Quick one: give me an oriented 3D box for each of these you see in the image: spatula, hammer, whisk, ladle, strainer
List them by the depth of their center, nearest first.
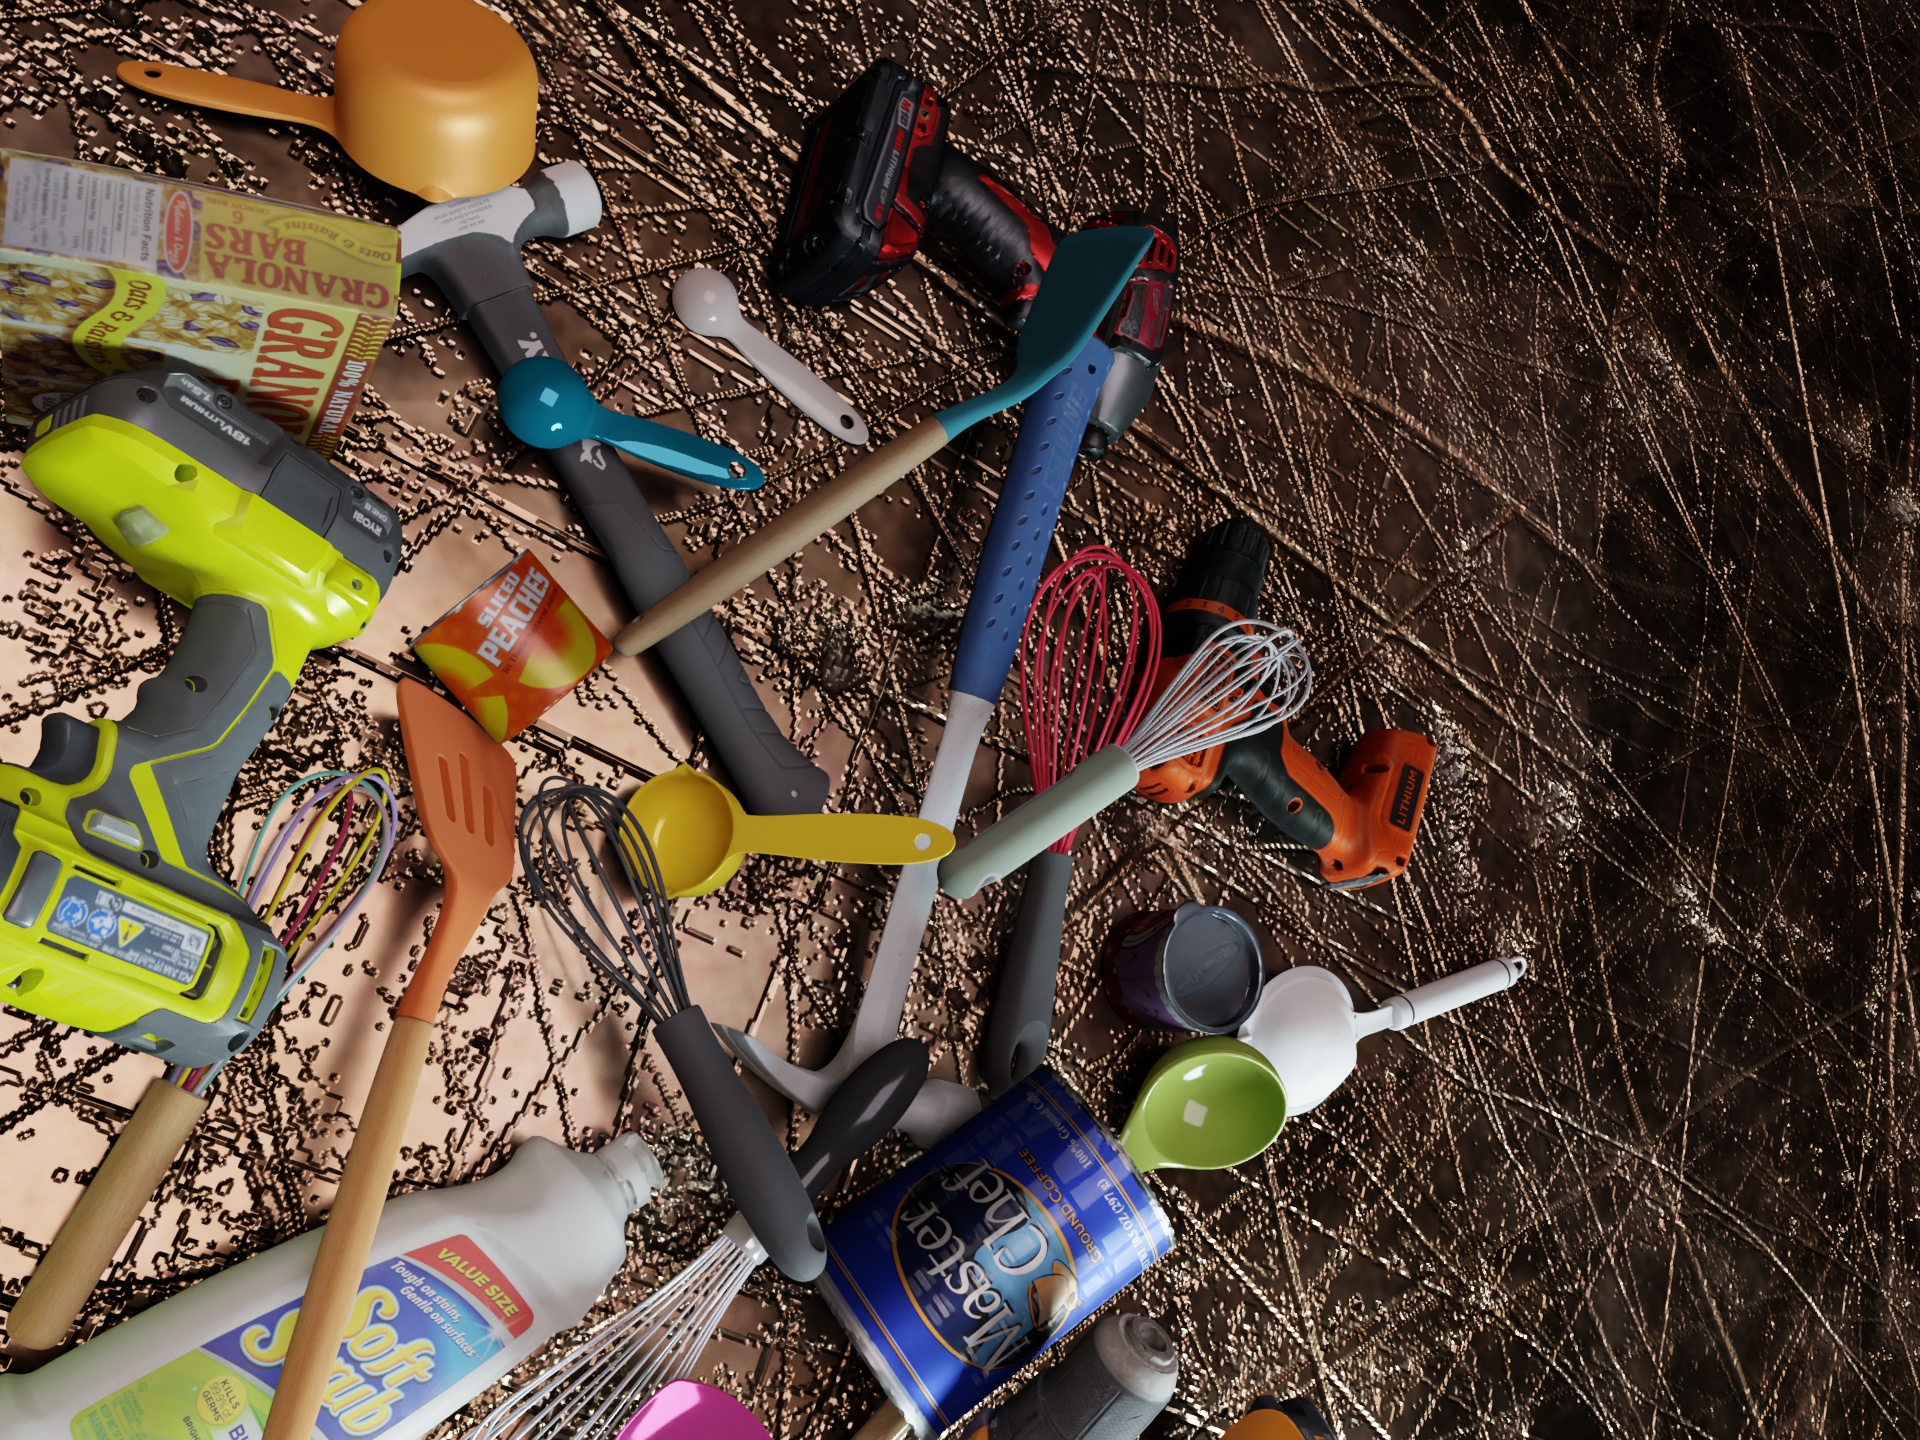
[{"bbox_3d":[-0.224,0.139,0.613,0.080,0.041,0.323,51,44,-55],"label":"spatula"},{"bbox_3d":[-0.294,0.123,0.621,0.051,0.047,0.245,34,69,-22],"label":"whisk"},{"bbox_3d":[-0.120,0.127,0.670,0.055,0.055,0.239,-25,77,-31],"label":"whisk"},{"bbox_3d":[-0.111,0.242,0.674,0.284,0.070,0.070,-46,105,-20],"label":"whisk"},{"bbox_3d":[-0.160,-0.087,0.740,0.146,0.035,0.334,-33,98,-31],"label":"hammer"},{"bbox_3d":[-0.036,-0.132,0.747,0.317,0.082,0.044,-38,119,-16],"label":"spatula"},{"bbox_3d":[-0.001,-0.002,0.773,0.144,0.035,0.405,23,78,-33],"label":"hammer"},{"bbox_3d":[0.045,0.272,0.780,0.320,0.062,0.078,-40,117,-26],"label":"ladle"},{"bbox_3d":[0.085,0.017,0.788,0.246,0.057,0.059,-32,75,-27],"label":"whisk"},{"bbox_3d":[0.052,0.050,0.824,0.073,0.073,0.296,16,79,-26],"label":"whisk"},{"bbox_3d":[0.250,0.171,0.925,0.258,0.050,0.087,-11,102,-34],"label":"strainer"}]

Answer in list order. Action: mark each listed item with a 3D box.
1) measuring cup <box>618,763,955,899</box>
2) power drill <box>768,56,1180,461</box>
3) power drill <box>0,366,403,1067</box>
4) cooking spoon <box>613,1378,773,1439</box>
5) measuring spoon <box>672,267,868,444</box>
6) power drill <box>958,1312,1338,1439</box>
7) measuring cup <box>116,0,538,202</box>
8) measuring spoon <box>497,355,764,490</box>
[{"bbox_3d":[-0.076,0.054,0.714,0.156,0.029,0.062,1,75,13],"label":"measuring cup"},{"bbox_3d":[0.018,-0.236,0.847,0.219,0.078,0.143,21,72,-28],"label":"power drill"},{"bbox_3d":[-0.303,-0.008,0.572,0.171,0.080,0.223,40,48,-43],"label":"power drill"},{"bbox_3d":[-0.059,0.402,0.679,0.069,0.017,0.318,-40,114,-32],"label":"cooking spoon"},{"bbox_3d":[-0.091,-0.184,0.805,0.124,0.018,0.034,39,64,-19],"label":"measuring spoon"},{"bbox_3d":[0.090,0.348,0.720,0.226,0.084,0.185,22,112,-32],"label":"power drill"},{"bbox_3d":[-0.271,-0.284,0.690,0.173,0.052,0.095,3,57,-21],"label":"measuring cup"},{"bbox_3d":[-0.145,-0.132,0.723,0.128,0.021,0.042,17,73,-26],"label":"measuring spoon"}]
